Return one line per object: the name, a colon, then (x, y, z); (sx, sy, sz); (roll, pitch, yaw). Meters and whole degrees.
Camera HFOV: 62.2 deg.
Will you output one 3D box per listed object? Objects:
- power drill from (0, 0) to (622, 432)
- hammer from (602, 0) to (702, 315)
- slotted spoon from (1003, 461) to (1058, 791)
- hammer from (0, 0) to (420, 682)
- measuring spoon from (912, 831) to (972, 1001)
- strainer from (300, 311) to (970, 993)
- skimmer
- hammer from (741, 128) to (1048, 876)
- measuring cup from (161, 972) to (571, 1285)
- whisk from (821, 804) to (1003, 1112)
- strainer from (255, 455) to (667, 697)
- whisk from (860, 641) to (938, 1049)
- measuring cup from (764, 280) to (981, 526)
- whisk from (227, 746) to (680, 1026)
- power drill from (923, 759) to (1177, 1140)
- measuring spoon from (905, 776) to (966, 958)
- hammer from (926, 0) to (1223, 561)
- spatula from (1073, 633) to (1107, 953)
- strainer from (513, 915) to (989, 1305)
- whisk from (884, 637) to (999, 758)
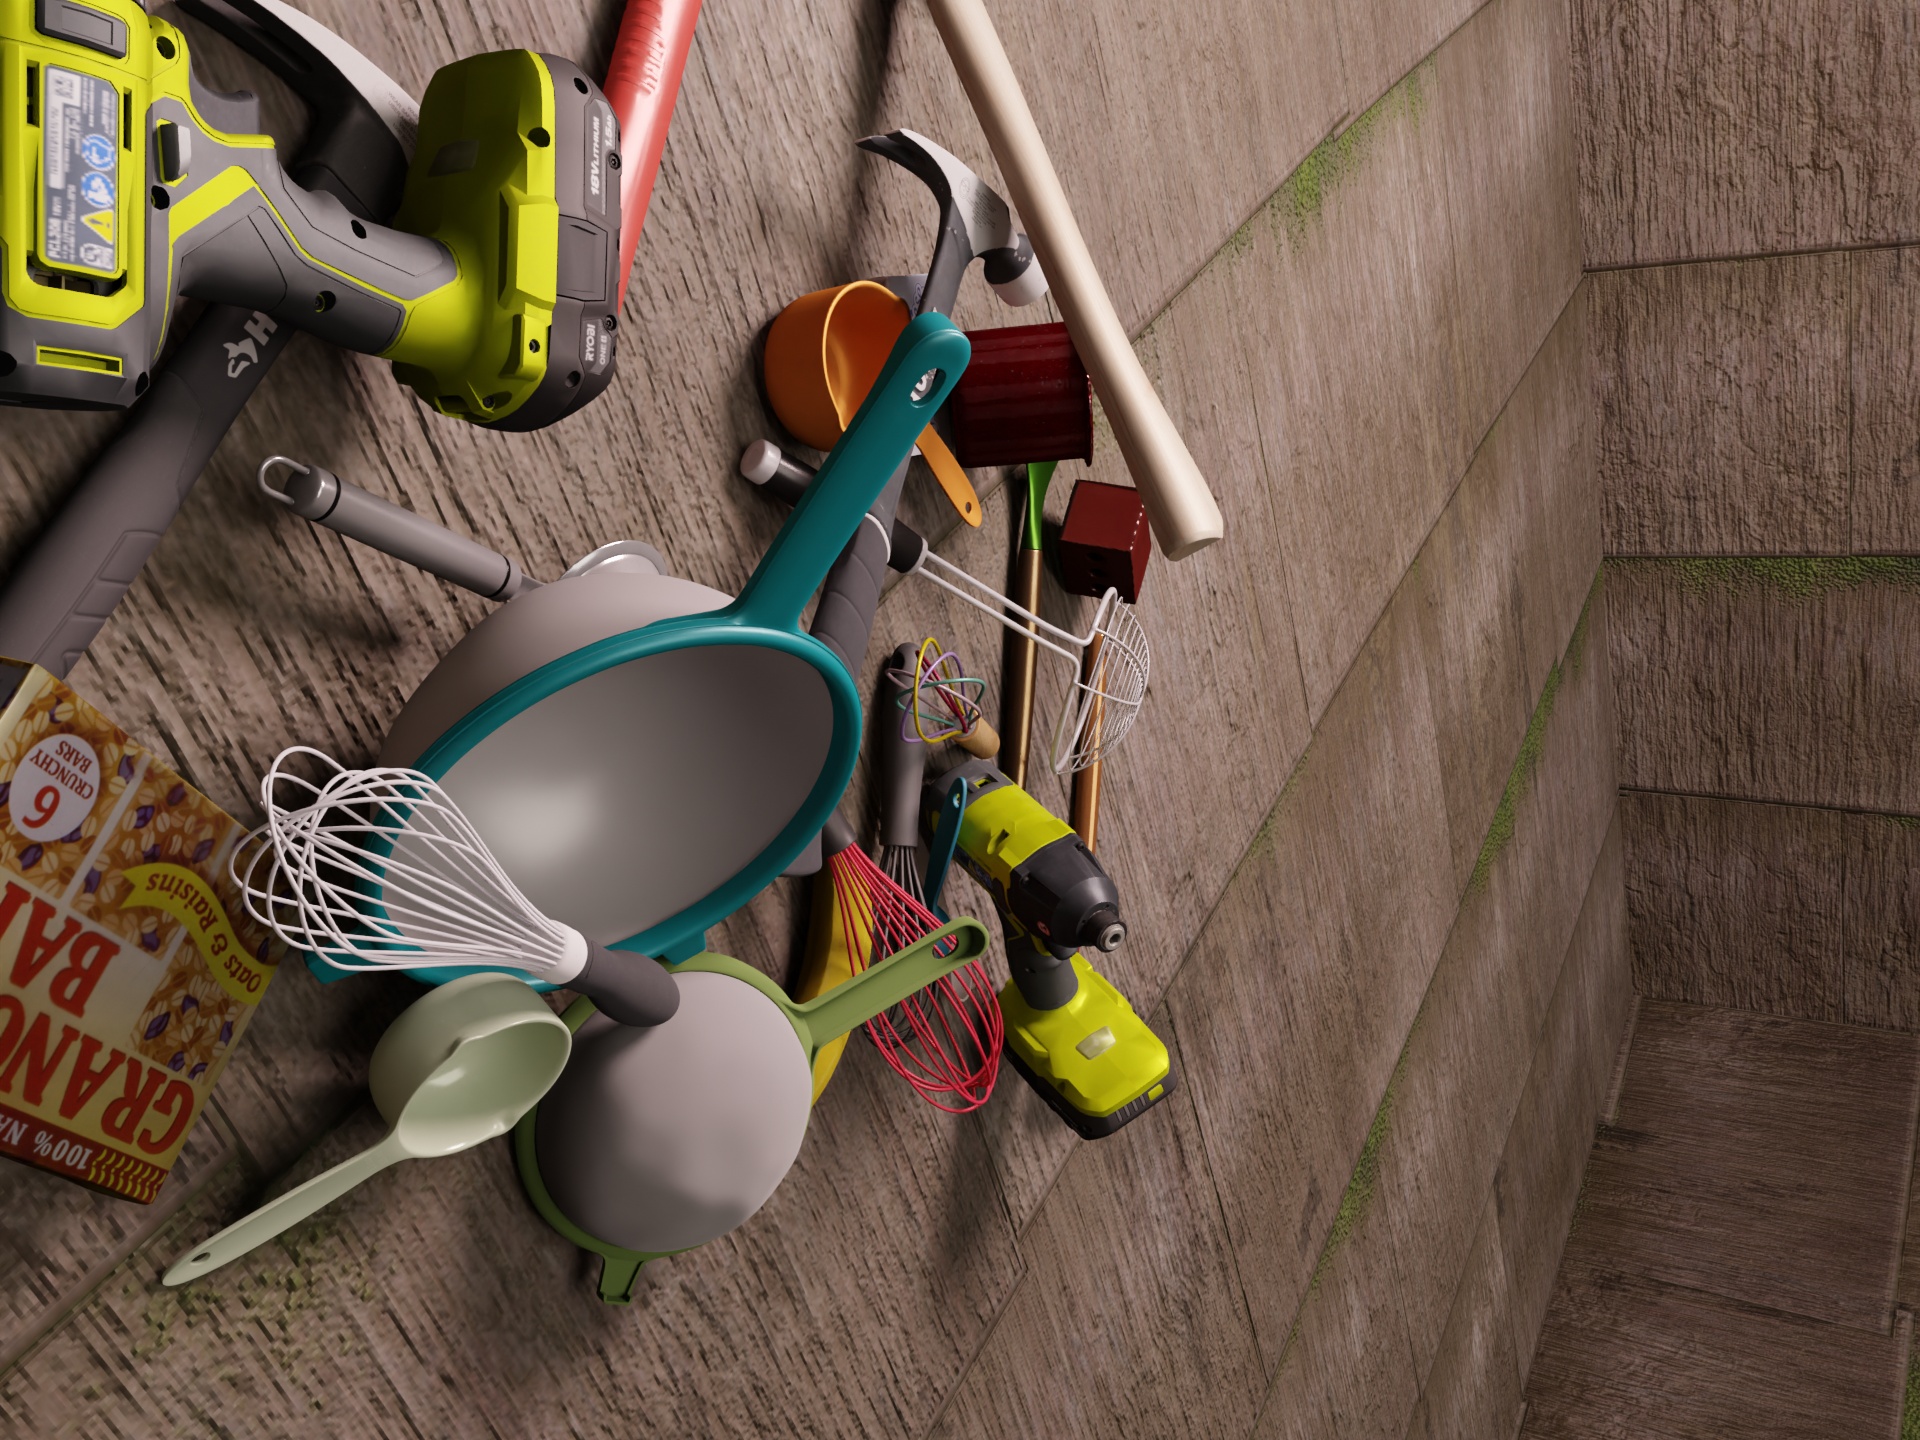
power drill: (-0.222, -0.190, 0.522); (0.228, 0.080, 0.190); (-3, 97, -56)
hammer: (-0.131, -0.343, 0.752); (0.149, 0.037, 0.359); (30, 68, -55)
slotted spoon: (0.047, -0.088, 1.065); (0.070, 0.031, 0.314); (1, 93, -61)
hammer: (-0.276, -0.102, 0.548); (0.146, 0.035, 0.335); (52, 51, -47)
measuring spoon: (-0.019, 0.121, 0.997); (0.034, 0.018, 0.124); (-53, 129, -60)
strainer: (-0.117, -0.035, 0.625); (0.210, 0.095, 0.340); (7, 128, -50)
skimmer: (-0.004, -0.073, 0.959); (0.363, 0.090, 0.127); (28, 77, -40)
hammer: (-0.043, -0.113, 0.809); (0.149, 0.036, 0.409); (37, 61, -47)
measuring cup: (-0.234, 0.156, 0.620); (0.167, 0.038, 0.083); (-31, 150, -23)
whisk: (-0.056, 0.083, 0.845); (0.073, 0.073, 0.295); (-42, 109, -48)
strainer: (-0.186, -0.054, 0.660); (0.087, 0.050, 0.258); (-59, 150, 1)
whisk: (-0.035, 0.072, 0.933); (0.055, 0.055, 0.239); (13, 77, -57)
measuring cup: (-0.046, -0.164, 0.882); (0.173, 0.052, 0.095); (51, 50, -44)
whisk: (-0.165, 0.079, 0.584); (0.284, 0.070, 0.070); (57, 45, -65)
power drill: (0.061, 0.148, 0.986); (0.080, 0.171, 0.223); (-30, 128, -16)
measuring spoon: (-0.007, 0.091, 0.950); (0.021, 0.042, 0.128); (1, 117, -30)
hammer: (0.041, -0.277, 0.863); (0.146, 0.038, 0.411); (-5, 71, -60)
spatula: (0.097, 0.098, 1.149); (0.081, 0.041, 0.322); (7, 86, -57)
strainer: (-0.080, 0.166, 0.755); (0.256, 0.069, 0.151); (-27, 111, -24)
whisk: (-0.001, -0.005, 0.916); (0.245, 0.051, 0.047); (43, 24, -78)
